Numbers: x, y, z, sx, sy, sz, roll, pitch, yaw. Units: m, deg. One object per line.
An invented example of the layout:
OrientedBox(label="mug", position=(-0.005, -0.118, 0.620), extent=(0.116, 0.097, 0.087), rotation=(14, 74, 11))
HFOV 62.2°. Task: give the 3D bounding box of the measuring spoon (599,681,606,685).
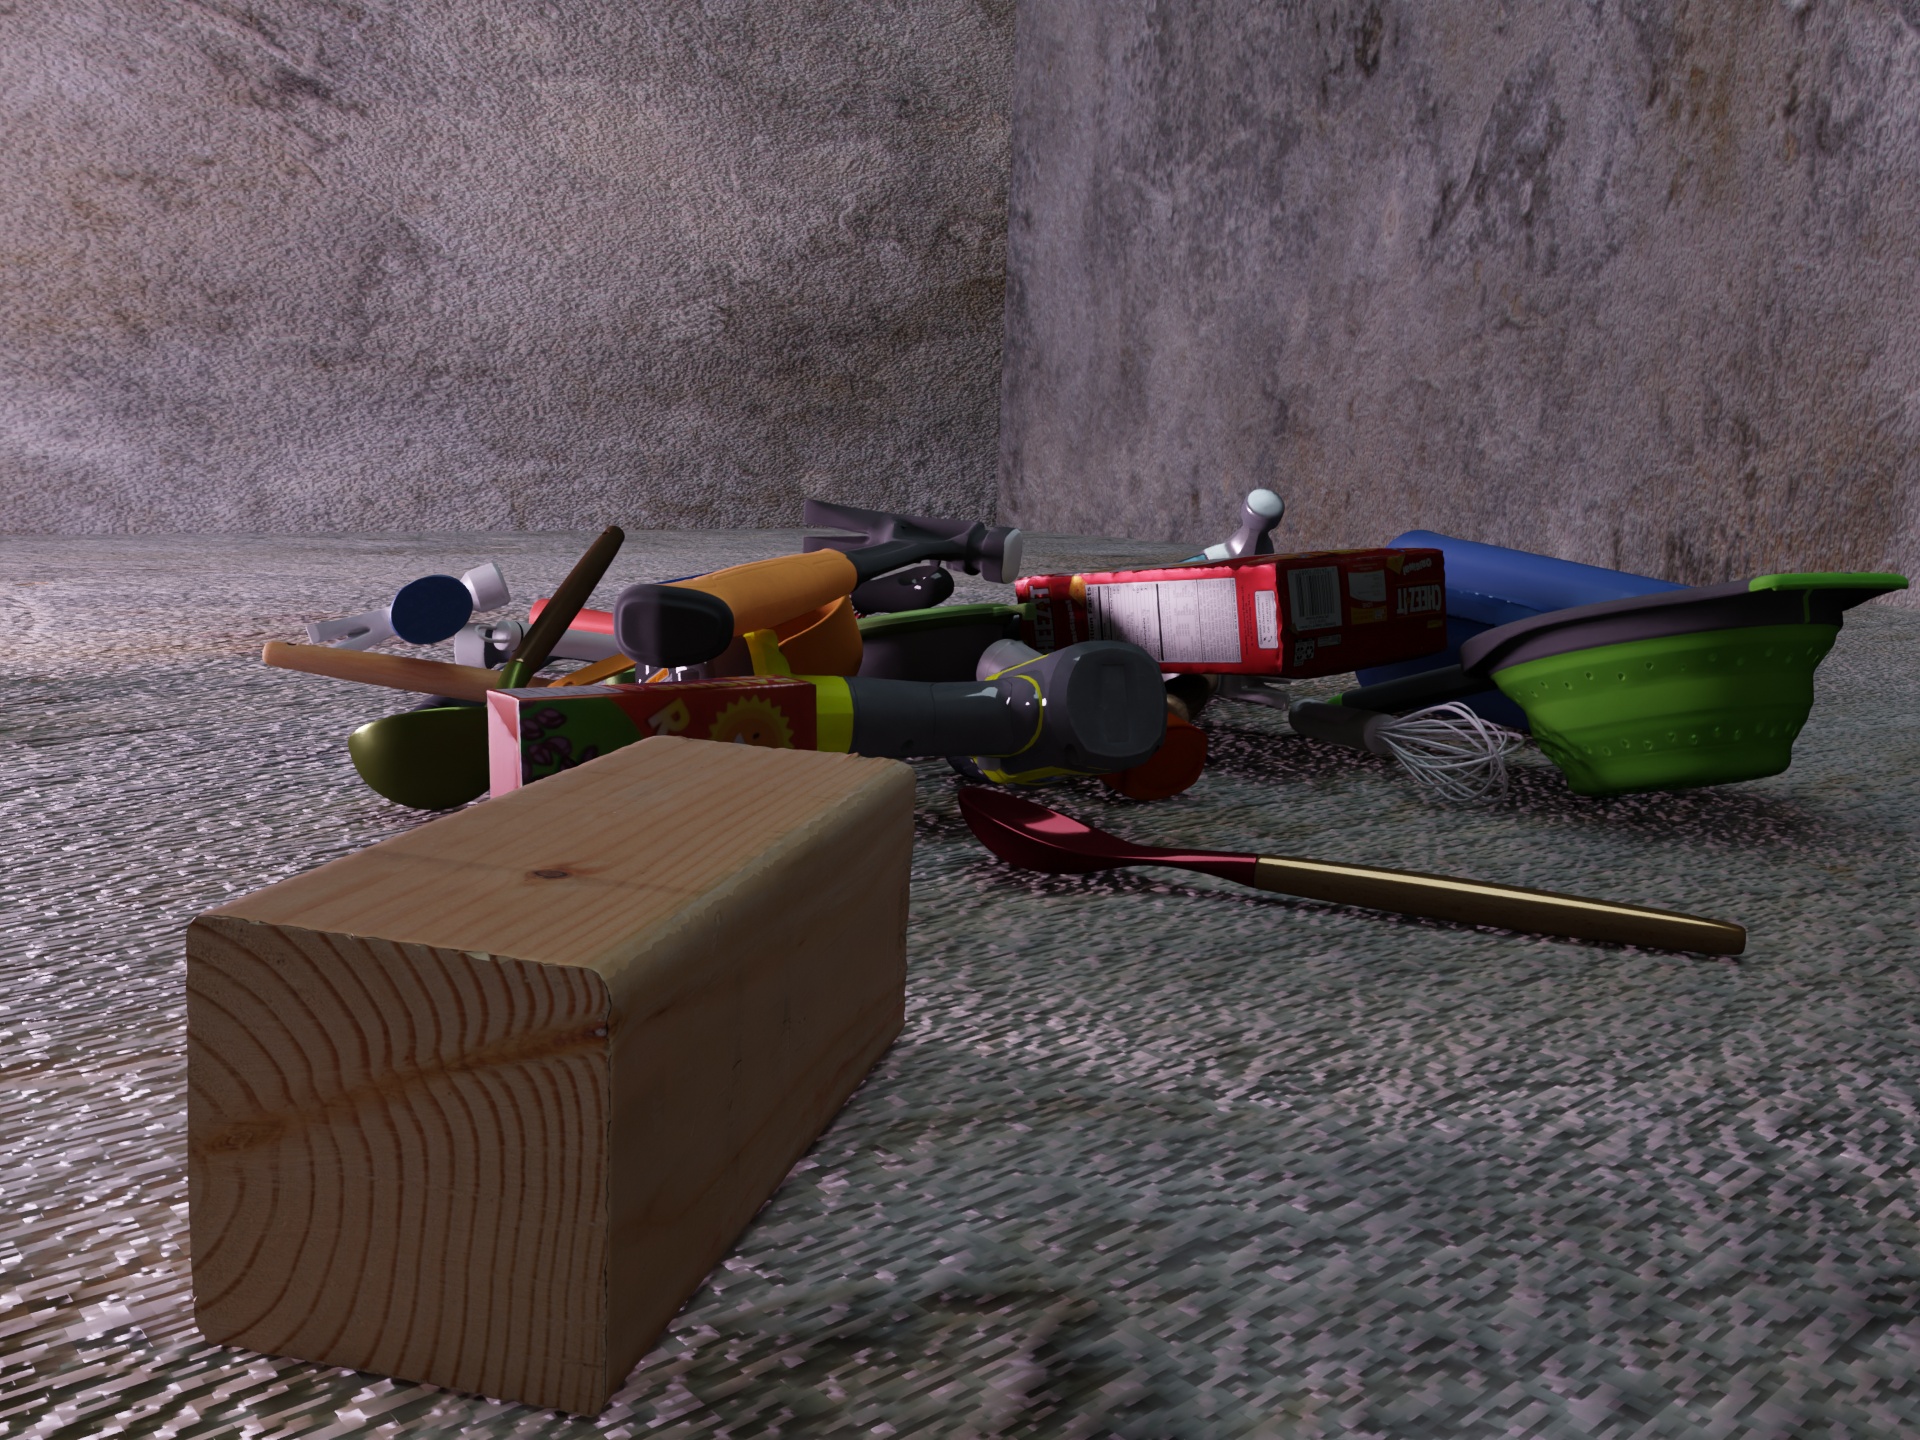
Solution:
OrientedBox(label="measuring spoon", position=(-0.195, -0.024, 0.975), extent=(0.124, 0.018, 0.034), rotation=(-26, -3, 9))

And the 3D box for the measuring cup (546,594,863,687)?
OrientedBox(label="measuring cup", position=(-0.136, -0.025, 0.866), extent=(0.173, 0.052, 0.095), rotation=(-19, 30, 0))

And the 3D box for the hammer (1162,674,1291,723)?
OrientedBox(label="hammer", position=(0.153, -0.018, 1.068), extent=(0.130, 0.031, 0.331), rotation=(5, 7, 13))

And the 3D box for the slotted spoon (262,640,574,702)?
OrientedBox(label="slotted spoon", position=(-0.229, -0.014, 0.888), extent=(0.313, 0.031, 0.070), rotation=(9, 10, -4))

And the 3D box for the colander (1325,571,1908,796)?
OrientedBox(label="colander", position=(0.345, 0.002, 0.930), extent=(0.204, 0.094, 0.397), rotation=(-3, -7, -26))

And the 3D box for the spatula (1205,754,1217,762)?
OrientedBox(label="spatula", position=(-0.001, -0.003, 0.929), extent=(0.316, 0.018, 0.060), rotation=(9, 9, -9))

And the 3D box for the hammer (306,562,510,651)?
OrientedBox(label="hammer", position=(-0.346, -0.067, 1.008), extent=(0.144, 0.035, 0.406), rotation=(-23, 11, -17))

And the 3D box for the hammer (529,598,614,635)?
OrientedBox(label="hammer", position=(-0.210, -0.068, 1.314), extent=(0.359, 0.036, 0.149), rotation=(7, 11, 23))

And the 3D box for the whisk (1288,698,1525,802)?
OrientedBox(label="whisk", position=(0.254, 0.008, 0.946), extent=(0.058, 0.059, 0.246), rotation=(-28, 11, -9))

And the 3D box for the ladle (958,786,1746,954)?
OrientedBox(label="ladle", position=(0.147, 0.064, 0.650), extent=(0.315, 0.031, 0.069), rotation=(7, 7, 19))

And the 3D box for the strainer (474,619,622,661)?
OrientedBox(label="strainer", position=(-0.221, -0.046, 1.070), extent=(0.050, 0.087, 0.258), rotation=(-41, -25, 26))

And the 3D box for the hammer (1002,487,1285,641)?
OrientedBox(label="hammer", position=(0.074, -0.077, 1.148), extent=(0.331, 0.033, 0.128), rotation=(-18, -29, -14))

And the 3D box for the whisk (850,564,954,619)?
OrientedBox(label="whisk", position=(-0.070, -0.082, 1.077), extent=(0.073, 0.073, 0.296), rotation=(-2, 2, -24))

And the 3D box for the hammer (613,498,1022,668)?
OrientedBox(label="hammer", position=(-0.073, -0.069, 0.740), extent=(0.127, 0.034, 0.337), rotation=(9, 14, 15))

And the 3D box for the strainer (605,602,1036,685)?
OrientedBox(label="strainer", position=(-0.084, -0.019, 0.970), extent=(0.256, 0.069, 0.151), rotation=(-10, -1, -22))

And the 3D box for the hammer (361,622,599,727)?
OrientedBox(label="hammer", position=(-0.298, -0.020, 1.025), extent=(0.149, 0.036, 0.409), rotation=(3, 10, -3))

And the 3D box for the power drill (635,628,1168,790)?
OrientedBox(label="power drill", position=(-0.038, 0.004, 0.775), extent=(0.228, 0.080, 0.190), rotation=(-1, -6, -21))

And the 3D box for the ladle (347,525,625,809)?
OrientedBox(label="ladle", position=(-0.237, -0.049, 0.865), extent=(0.078, 0.062, 0.320), rotation=(-15, 27, 14))
